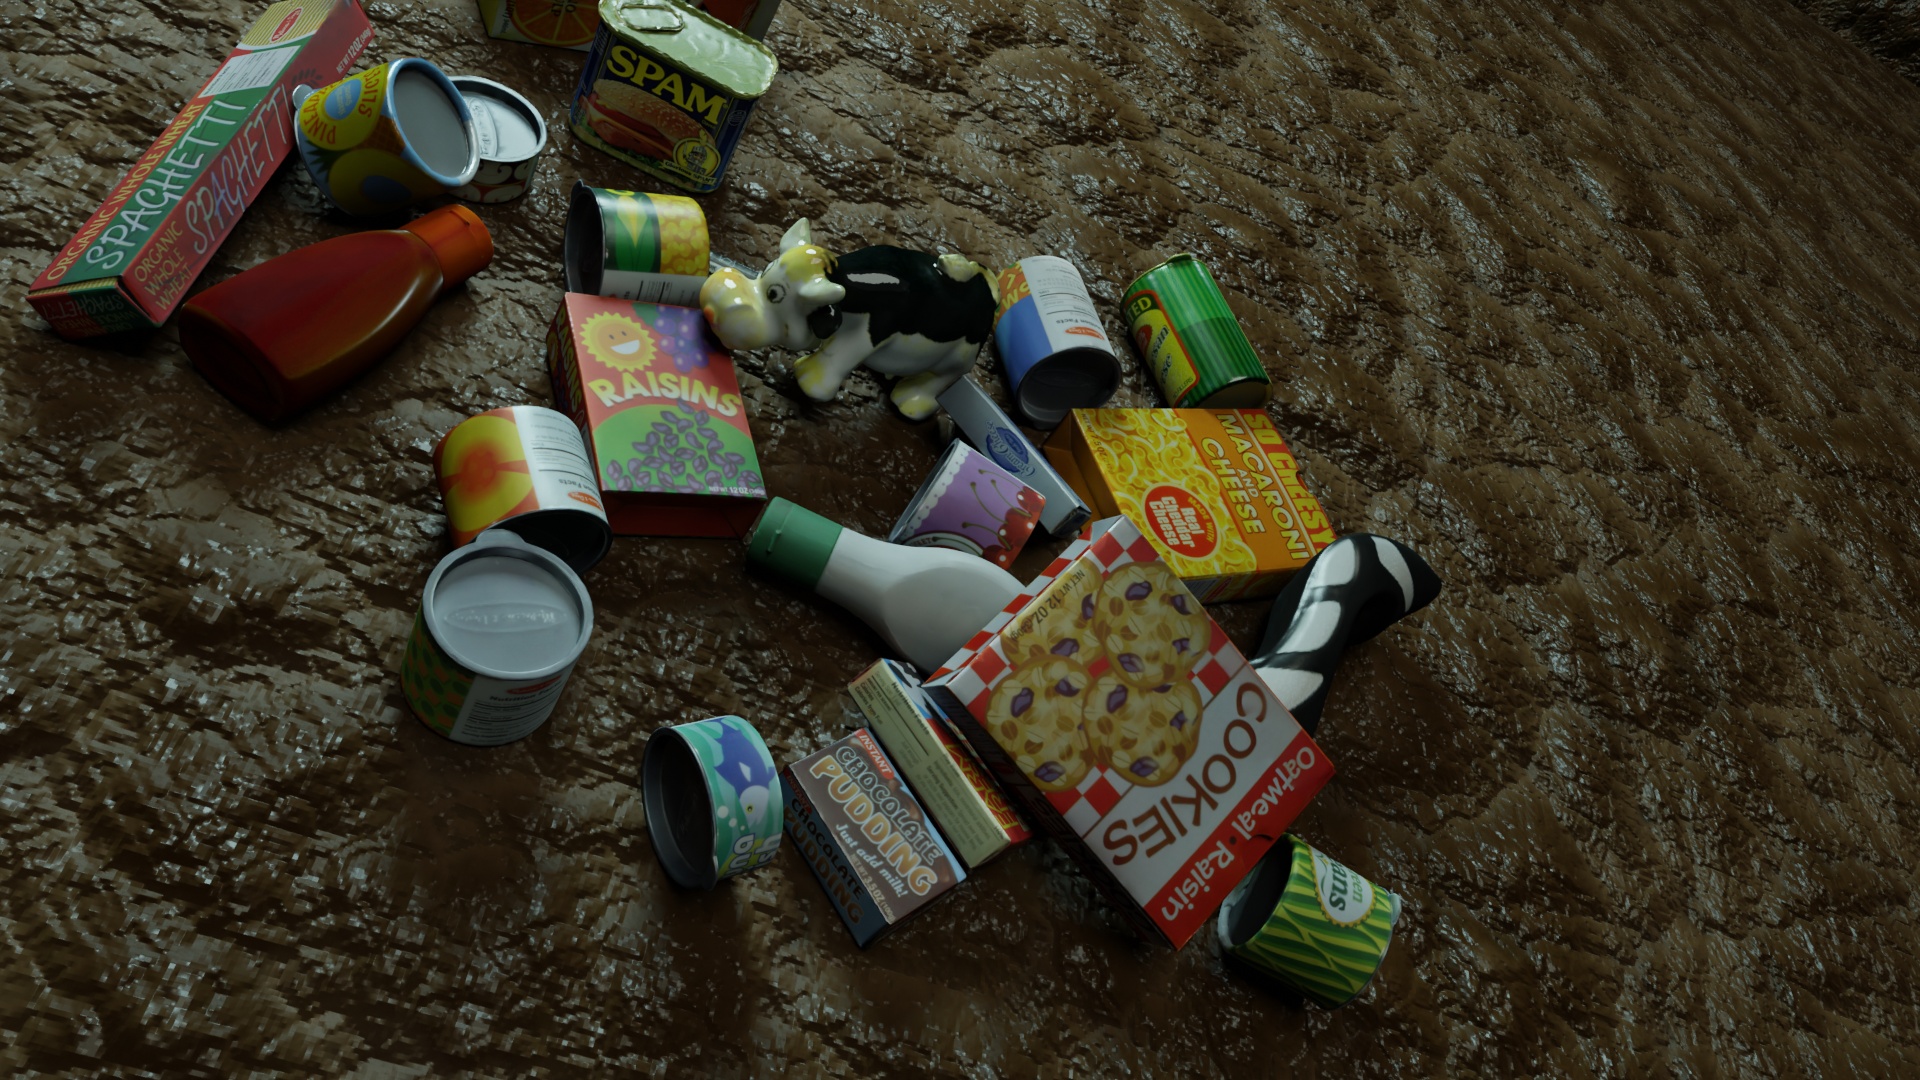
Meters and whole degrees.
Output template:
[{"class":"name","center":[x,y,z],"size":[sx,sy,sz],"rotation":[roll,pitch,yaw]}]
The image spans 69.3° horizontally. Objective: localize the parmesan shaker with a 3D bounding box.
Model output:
[{"class":"parmesan shaker","center":[0.156,-0.129,0.924],"size":[0.071,0.071,0.103],"rotation":[-3,58,-34]}]

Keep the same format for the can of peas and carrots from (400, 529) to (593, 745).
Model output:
[{"class":"can of peas and carrots","center":[-0.192,0.041,0.572],"size":[0.071,0.058,0.071],"rotation":[18,47,-20]}]

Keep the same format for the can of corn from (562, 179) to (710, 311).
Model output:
[{"class":"can of corn","center":[-0.172,-0.153,0.734],"size":[0.058,0.070,0.071],"rotation":[-2,57,-33]}]

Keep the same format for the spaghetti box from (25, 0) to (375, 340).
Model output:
[{"class":"spaghetti box","center":[-0.351,-0.186,0.659],"size":[0.050,0.028,0.251],"rotation":[-5,47,13]}]

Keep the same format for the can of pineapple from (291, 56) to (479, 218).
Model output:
[{"class":"can of pineapple","center":[-0.284,-0.200,0.687],"size":[0.071,0.058,0.071],"rotation":[-14,91,-71]}]

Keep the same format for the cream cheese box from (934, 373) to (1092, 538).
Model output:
[{"class":"cream cheese box","center":[0.031,-0.047,0.793],"size":[0.104,0.024,0.053],"rotation":[50,8,12]}]

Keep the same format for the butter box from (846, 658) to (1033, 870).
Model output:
[{"class":"butter box","center":[-0.009,0.103,0.645],"size":[0.103,0.024,0.053],"rotation":[53,7,15]}]

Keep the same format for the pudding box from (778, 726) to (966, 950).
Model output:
[{"class":"pudding box","center":[-0.042,0.131,0.616],"size":[0.050,0.030,0.084],"rotation":[-20,68,-42]}]

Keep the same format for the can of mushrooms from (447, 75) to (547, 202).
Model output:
[{"class":"can of mushrooms","center":[-0.264,-0.218,0.753],"size":[0.071,0.033,0.071],"rotation":[18,48,-21]}]

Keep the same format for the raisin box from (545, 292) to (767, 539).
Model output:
[{"class":"raisin box","center":[-0.153,-0.062,0.694],"size":[0.086,0.040,0.124],"rotation":[1,56,-32]}]

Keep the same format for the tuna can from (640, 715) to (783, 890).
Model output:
[{"class":"tuna can","center":[-0.101,0.108,0.569],"size":[0.033,0.070,0.071],"rotation":[-7,60,-37]}]

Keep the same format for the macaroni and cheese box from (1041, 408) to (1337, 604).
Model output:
[{"class":"macaroni and cheese box","center":[0.147,-0.022,0.853],"size":[0.167,0.040,0.124],"rotation":[-4,59,-35]}]

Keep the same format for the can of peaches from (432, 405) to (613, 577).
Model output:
[{"class":"can of peaches","center":[-0.196,-0.017,0.613],"size":[0.071,0.071,0.058],"rotation":[-4,58,-35]}]

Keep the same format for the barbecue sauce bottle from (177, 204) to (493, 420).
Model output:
[{"class":"barbecue sauce bottle","center":[-0.283,-0.115,0.651],"size":[0.065,0.043,0.149],"rotation":[37,43,2]}]

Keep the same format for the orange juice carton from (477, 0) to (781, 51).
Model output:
[{"class":"orange juice carton","center":[-0.200,-0.354,0.877],"size":[0.193,0.071,0.073],"rotation":[-3,58,-34]}]

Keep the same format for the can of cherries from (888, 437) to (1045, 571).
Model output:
[{"class":"can of cherries","center":[0.003,-0.009,0.733],"size":[0.058,0.071,0.072],"rotation":[34,44,-7]}]

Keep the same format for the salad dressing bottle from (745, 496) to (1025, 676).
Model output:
[{"class":"salad dressing bottle","center":[-0.032,0.024,0.691],"size":[0.148,0.064,0.044],"rotation":[25,7,-5]}]

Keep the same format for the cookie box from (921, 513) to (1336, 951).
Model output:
[{"class":"cookie box","center":[0.083,0.090,0.662],"size":[0.123,0.040,0.167],"rotation":[-43,97,-19]}]

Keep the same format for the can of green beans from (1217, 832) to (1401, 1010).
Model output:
[{"class":"can of green beans","center":[0.168,0.185,0.680],"size":[0.058,0.071,0.071],"rotation":[32,45,-6]}]

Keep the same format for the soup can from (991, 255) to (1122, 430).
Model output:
[{"class":"soup can","center":[0.054,-0.122,0.856],"size":[0.071,0.071,0.084],"rotation":[6,48,-29]}]
